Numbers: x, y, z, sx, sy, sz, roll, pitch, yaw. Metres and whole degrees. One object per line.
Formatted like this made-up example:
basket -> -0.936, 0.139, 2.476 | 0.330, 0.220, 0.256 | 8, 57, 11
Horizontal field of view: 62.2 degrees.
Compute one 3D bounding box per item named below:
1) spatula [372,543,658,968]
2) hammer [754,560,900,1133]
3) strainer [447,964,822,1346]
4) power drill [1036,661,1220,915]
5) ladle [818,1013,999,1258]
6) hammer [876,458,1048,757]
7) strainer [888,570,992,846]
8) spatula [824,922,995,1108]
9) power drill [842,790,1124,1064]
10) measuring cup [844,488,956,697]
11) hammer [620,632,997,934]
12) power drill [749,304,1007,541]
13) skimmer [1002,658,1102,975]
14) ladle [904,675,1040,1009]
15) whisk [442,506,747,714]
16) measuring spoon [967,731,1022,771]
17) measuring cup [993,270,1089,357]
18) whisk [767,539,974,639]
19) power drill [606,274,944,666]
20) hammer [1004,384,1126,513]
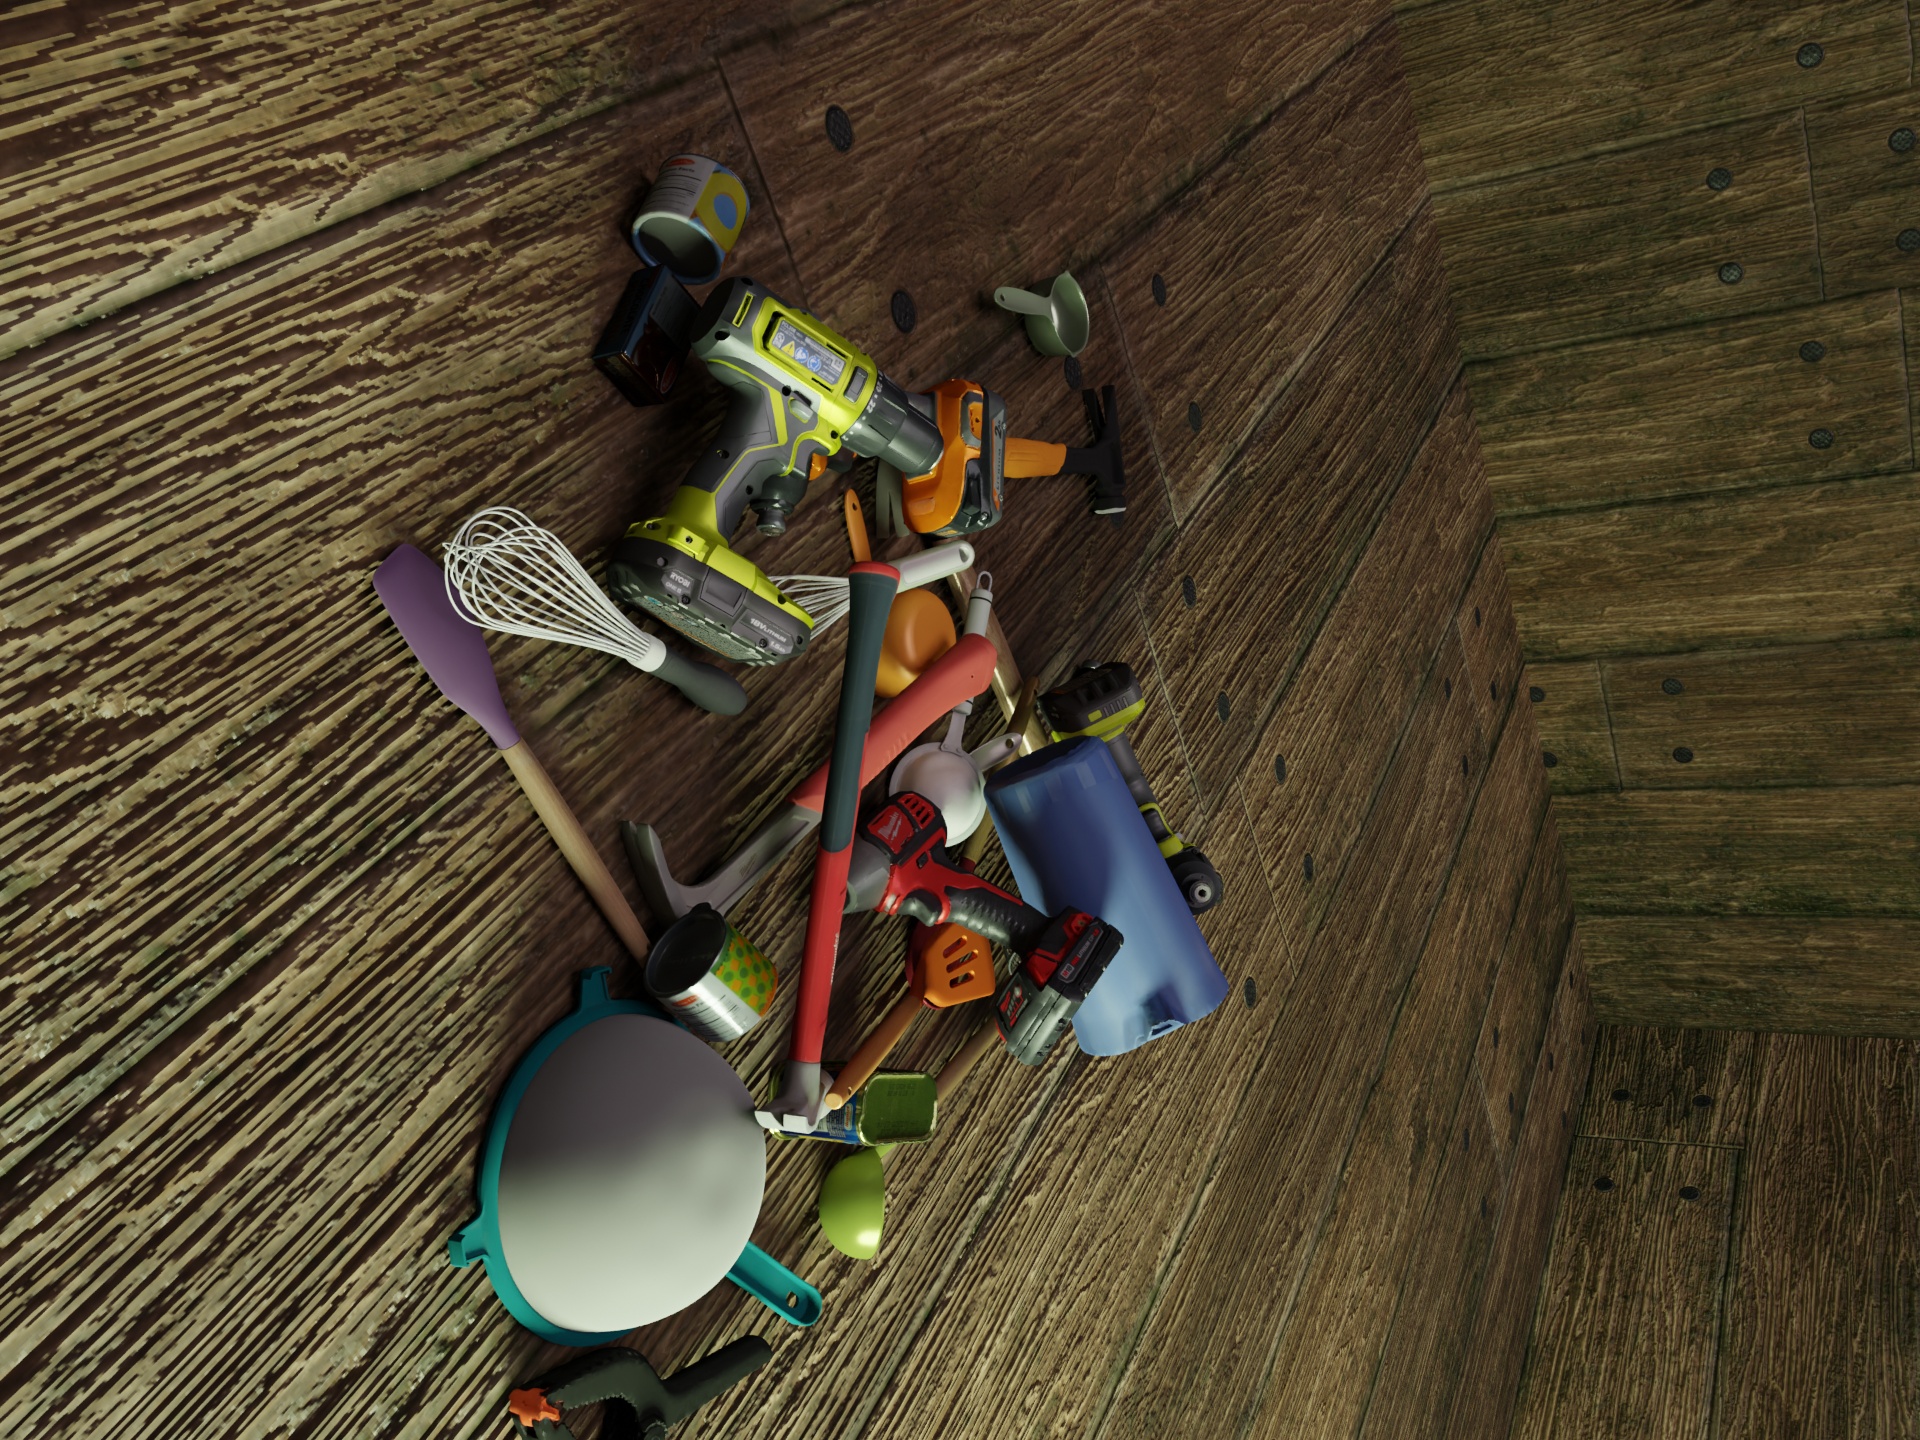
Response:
spatula -> -0.259, 0.032, 0.963 | 0.060, 0.018, 0.315 | -69, 141, -52
hammer -> -0.085, 0.078, 1.070 | 0.143, 0.038, 0.386 | 77, 20, -81
strainer -> -0.157, 0.320, 1.022 | 0.340, 0.095, 0.211 | 53, 45, -39
power drill -> 0.155, 0.065, 1.392 | 0.223, 0.080, 0.171 | 63, -4, -5
ladle -> -0.019, 0.315, 1.277 | 0.320, 0.062, 0.078 | -36, 148, -56
hammer -> 0.009, -0.104, 1.380 | 0.130, 0.031, 0.331 | -56, 132, -44
strainer -> -0.002, -0.004, 1.307 | 0.086, 0.050, 0.258 | 17, 73, -22
spatula -> -0.035, 0.217, 1.180 | 0.322, 0.041, 0.081 | -35, 114, -73
power drill -> 0.000, 0.151, 1.198 | 0.143, 0.220, 0.078 | -41, 162, -55
measuring cup -> -0.051, -0.102, 1.266 | 0.095, 0.052, 0.173 | -38, 120, -52
hammer -> -0.090, 0.034, 1.157 | 0.359, 0.037, 0.149 | -44, 125, -37
power drill -> -0.072, -0.202, 1.195 | 0.226, 0.084, 0.164 | 11, 78, -41
skimmer -> 0.112, 0.099, 1.465 | 0.127, 0.090, 0.363 | 45, 51, -43
ladle -> 0.015, 0.096, 1.349 | 0.069, 0.031, 0.316 | 45, 56, -41
whisk -> -0.219, -0.054, 1.003 | 0.284, 0.070, 0.070 | 35, 58, -57
measuring spoon -> 0.005, 0.038, 1.344 | 0.124, 0.018, 0.034 | -27, 102, -36
measuring cup -> 0.065, -0.384, 1.491 | 0.167, 0.038, 0.083 | -8, 93, -55
whisk -> -0.073, -0.100, 1.195 | 0.246, 0.059, 0.058 | -24, 103, -44
power drill -> -0.119, -0.155, 1.065 | 0.190, 0.080, 0.228 | 30, 74, -30
hammer -> 0.079, -0.250, 1.470 | 0.337, 0.034, 0.127 | -19, 104, -63
